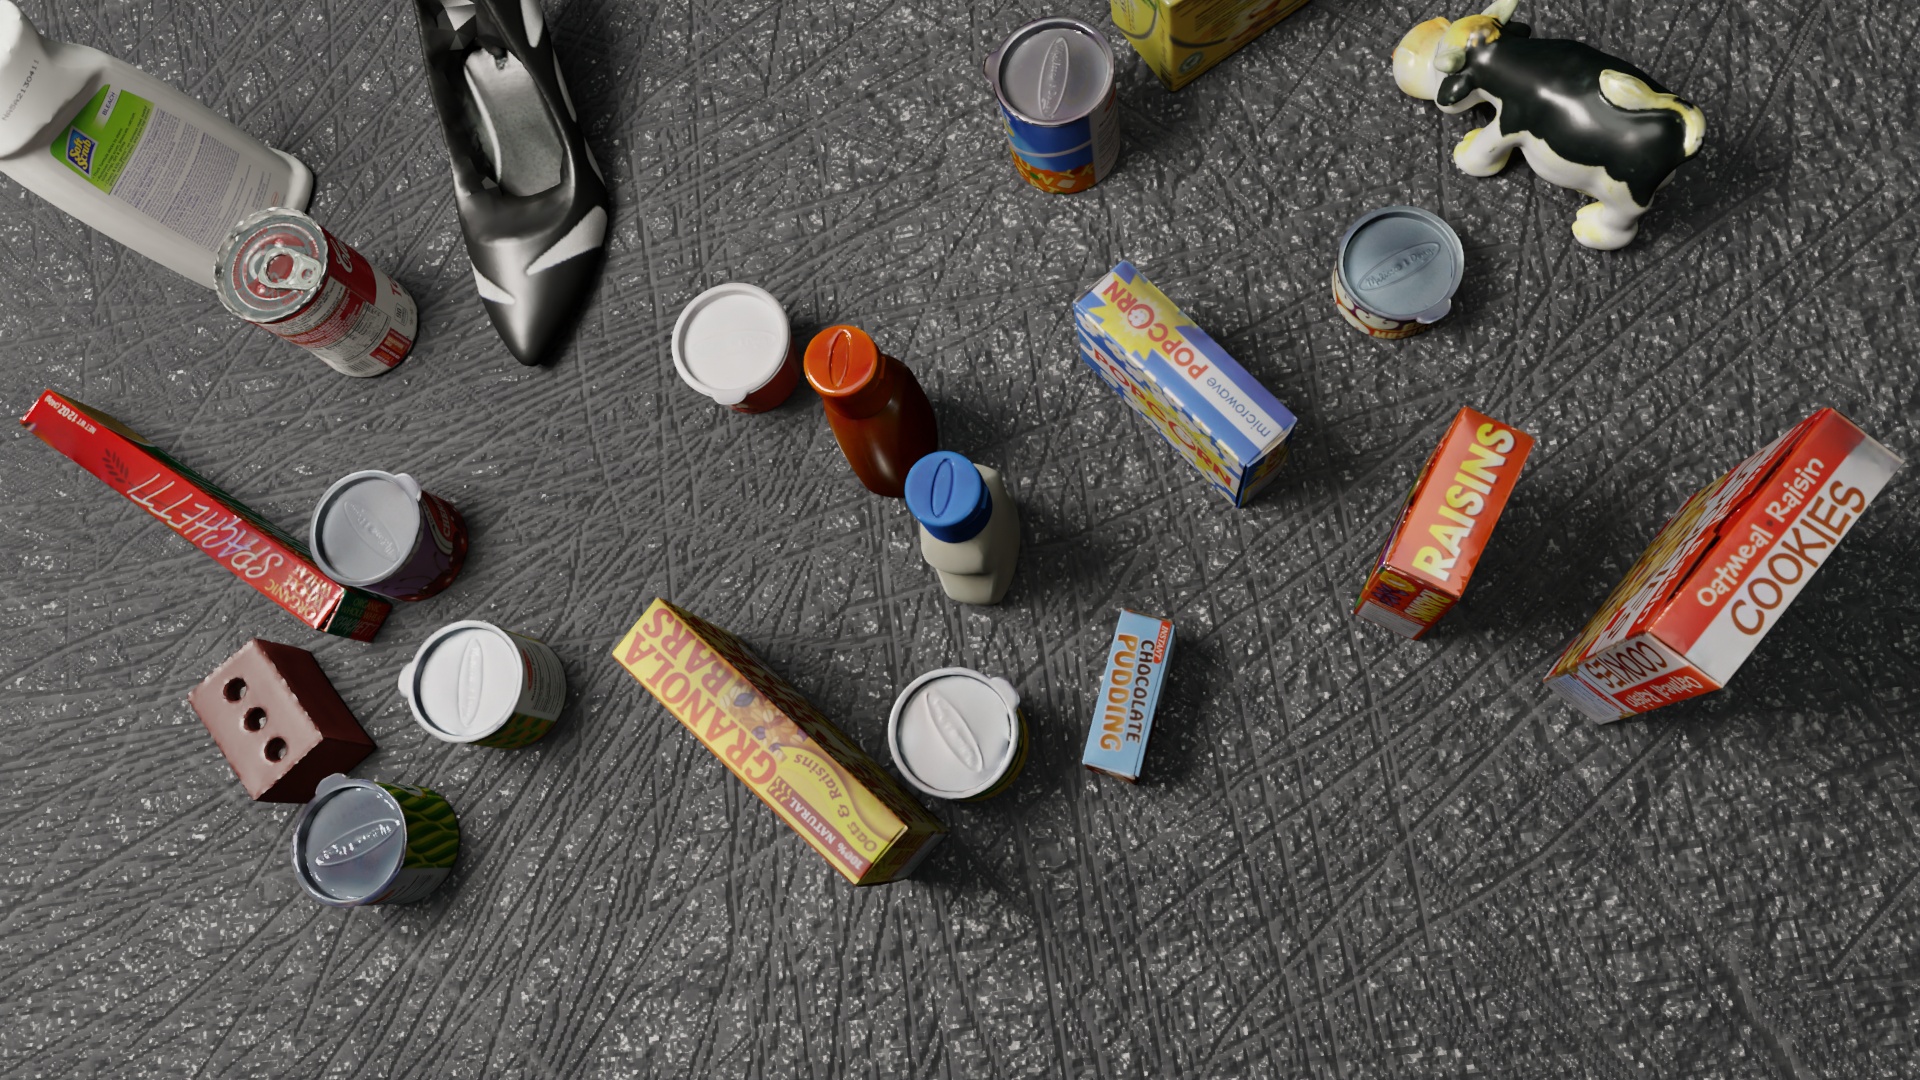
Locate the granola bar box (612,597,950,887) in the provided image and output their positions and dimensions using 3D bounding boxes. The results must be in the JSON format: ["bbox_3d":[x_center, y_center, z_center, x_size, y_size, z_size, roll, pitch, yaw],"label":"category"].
[{"bbox_3d":[-0.087,0.105,0.702,0.166,0.124,0.039,40,86,15],"label":"granola bar box"}]

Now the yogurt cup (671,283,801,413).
[{"bbox_3d":[-0.124,-0.106,0.794,0.072,0.054,0.072,-2,77,8],"label":"yogurt cup"}]

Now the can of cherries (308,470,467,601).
[{"bbox_3d":[-0.324,-0.003,0.797,0.071,0.058,0.071,-2,77,8],"label":"can of cherries"}]

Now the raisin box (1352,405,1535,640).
[{"bbox_3d":[0.233,-0.005,0.681,0.040,0.123,0.086,27,83,13],"label":"raisin box"}]

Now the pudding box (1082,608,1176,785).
[{"bbox_3d":[0.089,0.082,0.720,0.030,0.049,0.084,14,79,11],"label":"pudding box"}]

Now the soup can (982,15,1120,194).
[{"bbox_3d":[0.053,-0.244,0.785,0.071,0.083,0.071,-2,77,8],"label":"soup can"}]

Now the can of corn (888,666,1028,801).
[{"bbox_3d":[0.003,0.101,0.724,0.071,0.058,0.071,-2,77,8],"label":"can of corn"}]

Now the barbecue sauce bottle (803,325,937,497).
[{"bbox_3d":[-0.045,-0.069,0.725,0.044,0.148,0.065,4,78,10],"label":"barbecue sauce bottle"}]

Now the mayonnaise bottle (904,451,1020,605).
[{"bbox_3d":[0.003,-0.009,0.703,0.041,0.148,0.065,8,79,10],"label":"mayonnaise bottle"}]

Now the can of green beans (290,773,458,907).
[{"bbox_3d":[-0.317,0.165,0.757,0.071,0.057,0.071,-2,77,8],"label":"can of green beans"}]

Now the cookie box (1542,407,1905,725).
[{"bbox_3d":[0.339,0.019,0.636,0.040,0.167,0.123,39,86,15],"label":"cookie box"}]

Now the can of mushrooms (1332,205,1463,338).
[{"bbox_3d":[0.239,-0.144,0.759,0.071,0.033,0.071,-2,77,8],"label":"can of mushrooms"}]

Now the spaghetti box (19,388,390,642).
[{"bbox_3d":[-0.447,-0.015,0.823,0.250,0.050,0.029,30,83,14],"label":"spaghetti box"}]

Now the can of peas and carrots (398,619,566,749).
[{"bbox_3d":[-0.263,0.081,0.768,0.071,0.058,0.071,-2,77,8],"label":"can of peas and carrots"}]

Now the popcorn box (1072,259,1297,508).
[{"bbox_3d":[0.118,-0.081,0.736,0.038,0.085,0.127,-43,75,-2],"label":"popcorn box"}]
